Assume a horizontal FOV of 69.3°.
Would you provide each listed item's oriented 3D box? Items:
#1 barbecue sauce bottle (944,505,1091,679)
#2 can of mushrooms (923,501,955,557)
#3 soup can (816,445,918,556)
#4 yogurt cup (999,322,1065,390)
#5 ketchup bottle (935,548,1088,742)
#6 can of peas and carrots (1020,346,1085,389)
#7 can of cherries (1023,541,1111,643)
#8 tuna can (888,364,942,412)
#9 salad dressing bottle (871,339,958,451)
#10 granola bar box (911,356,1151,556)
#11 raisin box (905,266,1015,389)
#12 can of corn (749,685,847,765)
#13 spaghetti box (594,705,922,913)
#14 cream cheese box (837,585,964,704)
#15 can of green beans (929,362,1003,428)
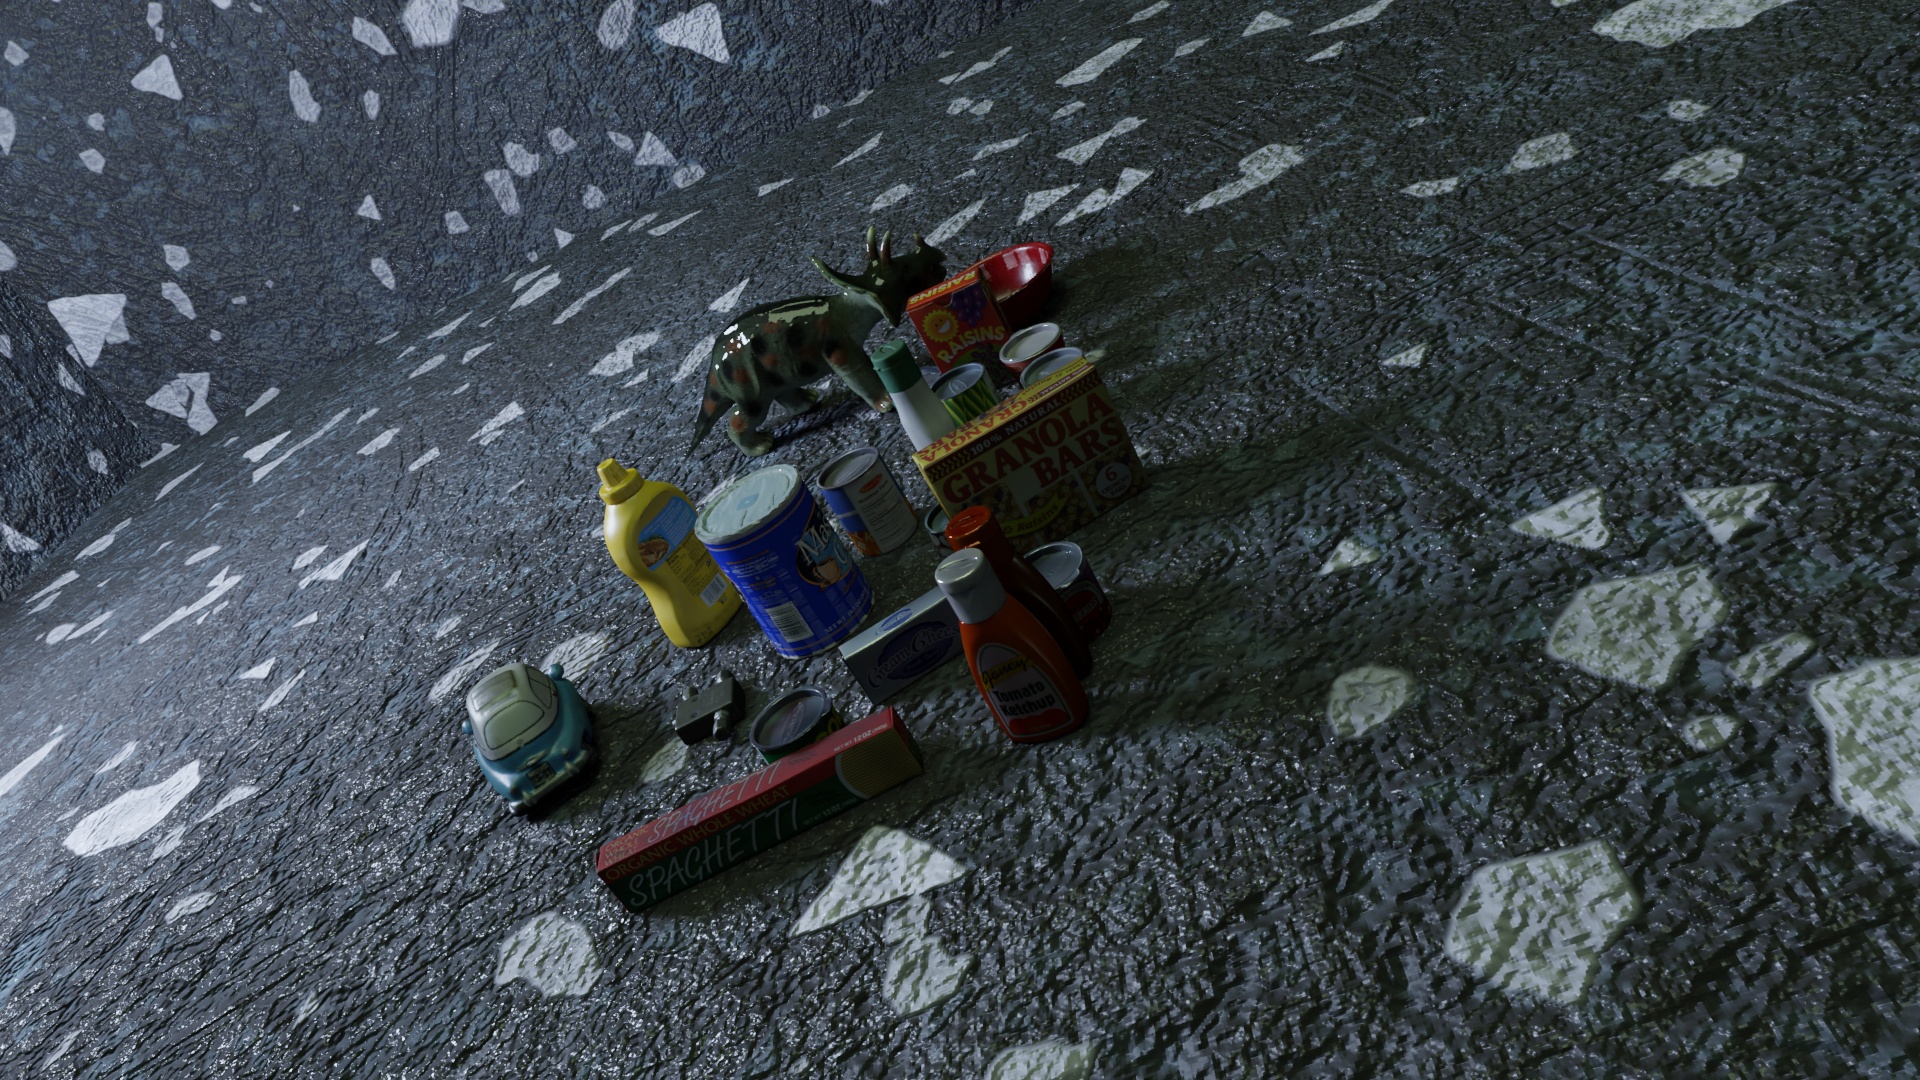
[{"bbox_3d":[0.037,0.043,0.991,0.065,0.148,0.044,-22,29,15],"label":"barbecue sauce bottle"},{"bbox_3d":[0.004,-0.016,1.240,0.071,0.033,0.071,-23,29,13],"label":"can of mushrooms"},{"bbox_3d":[-0.088,-0.037,1.308,0.071,0.083,0.072,-23,29,13],"label":"soup can"},{"bbox_3d":[0.081,-0.182,1.419,0.072,0.053,0.073,-23,29,13],"label":"yogurt cup"},{"bbox_3d":[0.031,0.072,0.950,0.064,0.148,0.044,-17,30,23],"label":"ketchup bottle"},{"bbox_3d":[0.098,-0.143,1.334,0.071,0.058,0.071,-23,29,13],"label":"can of peas and carrots"},{"bbox_3d":[0.075,0.044,1.050,0.071,0.058,0.072,-23,29,13],"label":"can of cherries"},{"bbox_3d":[-0.042,-0.161,1.522,0.071,0.032,0.071,-23,29,13],"label":"tuna can"},{"bbox_3d":[-0.036,-0.122,1.331,0.044,0.147,0.064,-37,29,-14],"label":"salad dressing bottle"},{"bbox_3d":[0.062,-0.059,1.162,0.165,0.123,0.039,-31,28,-2],"label":"granola bar box"},{"bbox_3d":[0.008,-0.215,1.467,0.086,0.123,0.040,-21,29,16],"label":"raisin box"},{"bbox_3d":[-0.114,0.153,1.049,0.071,0.058,0.071,-23,29,13],"label":"can of corn"},{"bbox_3d":[-0.148,0.198,1.015,0.250,0.050,0.029,-27,28,5],"label":"spaghetti box"},{"bbox_3d":[-0.039,0.082,1.101,0.104,0.053,0.024,-31,28,-3],"label":"cream cheese box"},{"bbox_3d":[0.007,-0.139,1.414,0.071,0.057,0.071,-23,29,13],"label":"can of green beans"}]
